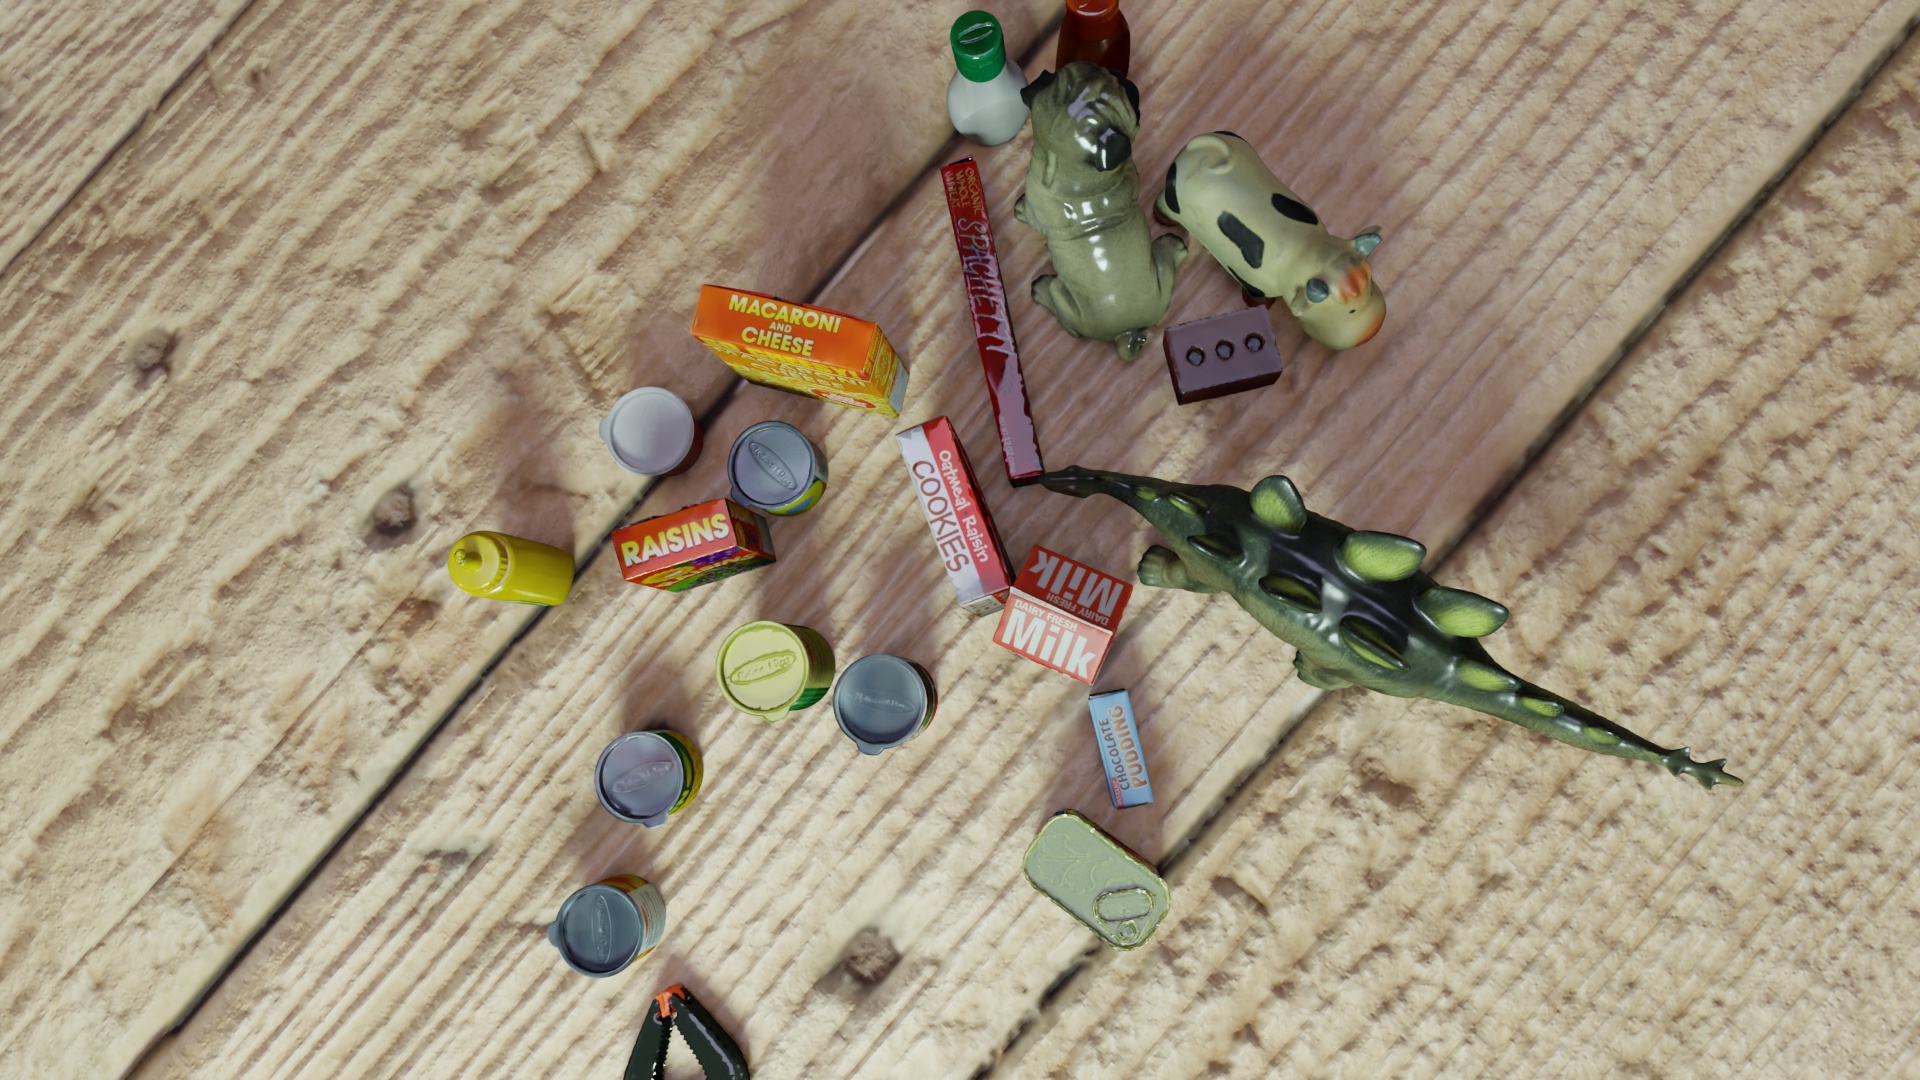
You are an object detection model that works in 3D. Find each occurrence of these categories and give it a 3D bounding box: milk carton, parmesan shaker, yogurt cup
[{"bbox_3d":[0.071,0.053,0.950,0.072,0.190,0.073,23,87,7],"label":"milk carton"},{"bbox_3d":[-0.131,0.095,1.008,0.071,0.103,0.071,-1,84,5],"label":"parmesan shaker"},{"bbox_3d":[-0.230,-0.079,1.061,0.072,0.054,0.072,-1,84,5],"label":"yogurt cup"}]

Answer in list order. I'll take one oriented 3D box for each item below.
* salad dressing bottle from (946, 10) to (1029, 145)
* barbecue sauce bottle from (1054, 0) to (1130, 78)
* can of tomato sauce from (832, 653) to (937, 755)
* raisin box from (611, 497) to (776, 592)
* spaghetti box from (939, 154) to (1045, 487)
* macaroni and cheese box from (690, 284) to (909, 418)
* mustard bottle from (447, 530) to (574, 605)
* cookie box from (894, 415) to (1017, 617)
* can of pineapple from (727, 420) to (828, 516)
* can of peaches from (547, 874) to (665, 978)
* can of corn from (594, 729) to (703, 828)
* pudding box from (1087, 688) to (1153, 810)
[{"bbox_3d":[0.018,-0.338,1.020,0.064,0.147,0.044,-19,83,3],"label":"salad dressing bottle"},{"bbox_3d":[0.097,-0.365,1.015,0.044,0.148,0.065,41,89,8],"label":"barbecue sauce bottle"},{"bbox_3d":[-0.052,0.118,1.008,0.071,0.083,0.071,-1,84,5],"label":"can of tomato sauce"},{"bbox_3d":[-0.191,0.004,1.013,0.086,0.123,0.040,-17,83,3],"label":"raisin box"},{"bbox_3d":[0.025,-0.164,1.049,0.029,0.050,0.250,-13,83,4],"label":"spaghetti box"},{"bbox_3d":[-0.110,-0.134,0.999,0.124,0.166,0.040,13,86,7],"label":"macaroni and cheese box"},{"bbox_3d":[-0.333,0.020,1.005,0.065,0.160,0.049,9,85,6],"label":"mustard bottle"},{"bbox_3d":[0.003,-0.012,0.975,0.040,0.167,0.123,-22,83,3],"label":"cookie box"},{"bbox_3d":[-0.138,-0.052,1.048,0.071,0.058,0.071,-1,84,5],"label":"can of pineapple"},{"bbox_3d":[-0.258,0.282,1.021,0.071,0.058,0.071,-1,84,5],"label":"can of peaches"},{"bbox_3d":[-0.229,0.176,1.030,0.071,0.058,0.071,-1,84,5],"label":"can of corn"},{"bbox_3d":[0.115,0.150,1.006,0.030,0.049,0.084,-14,83,4],"label":"pudding box"}]
